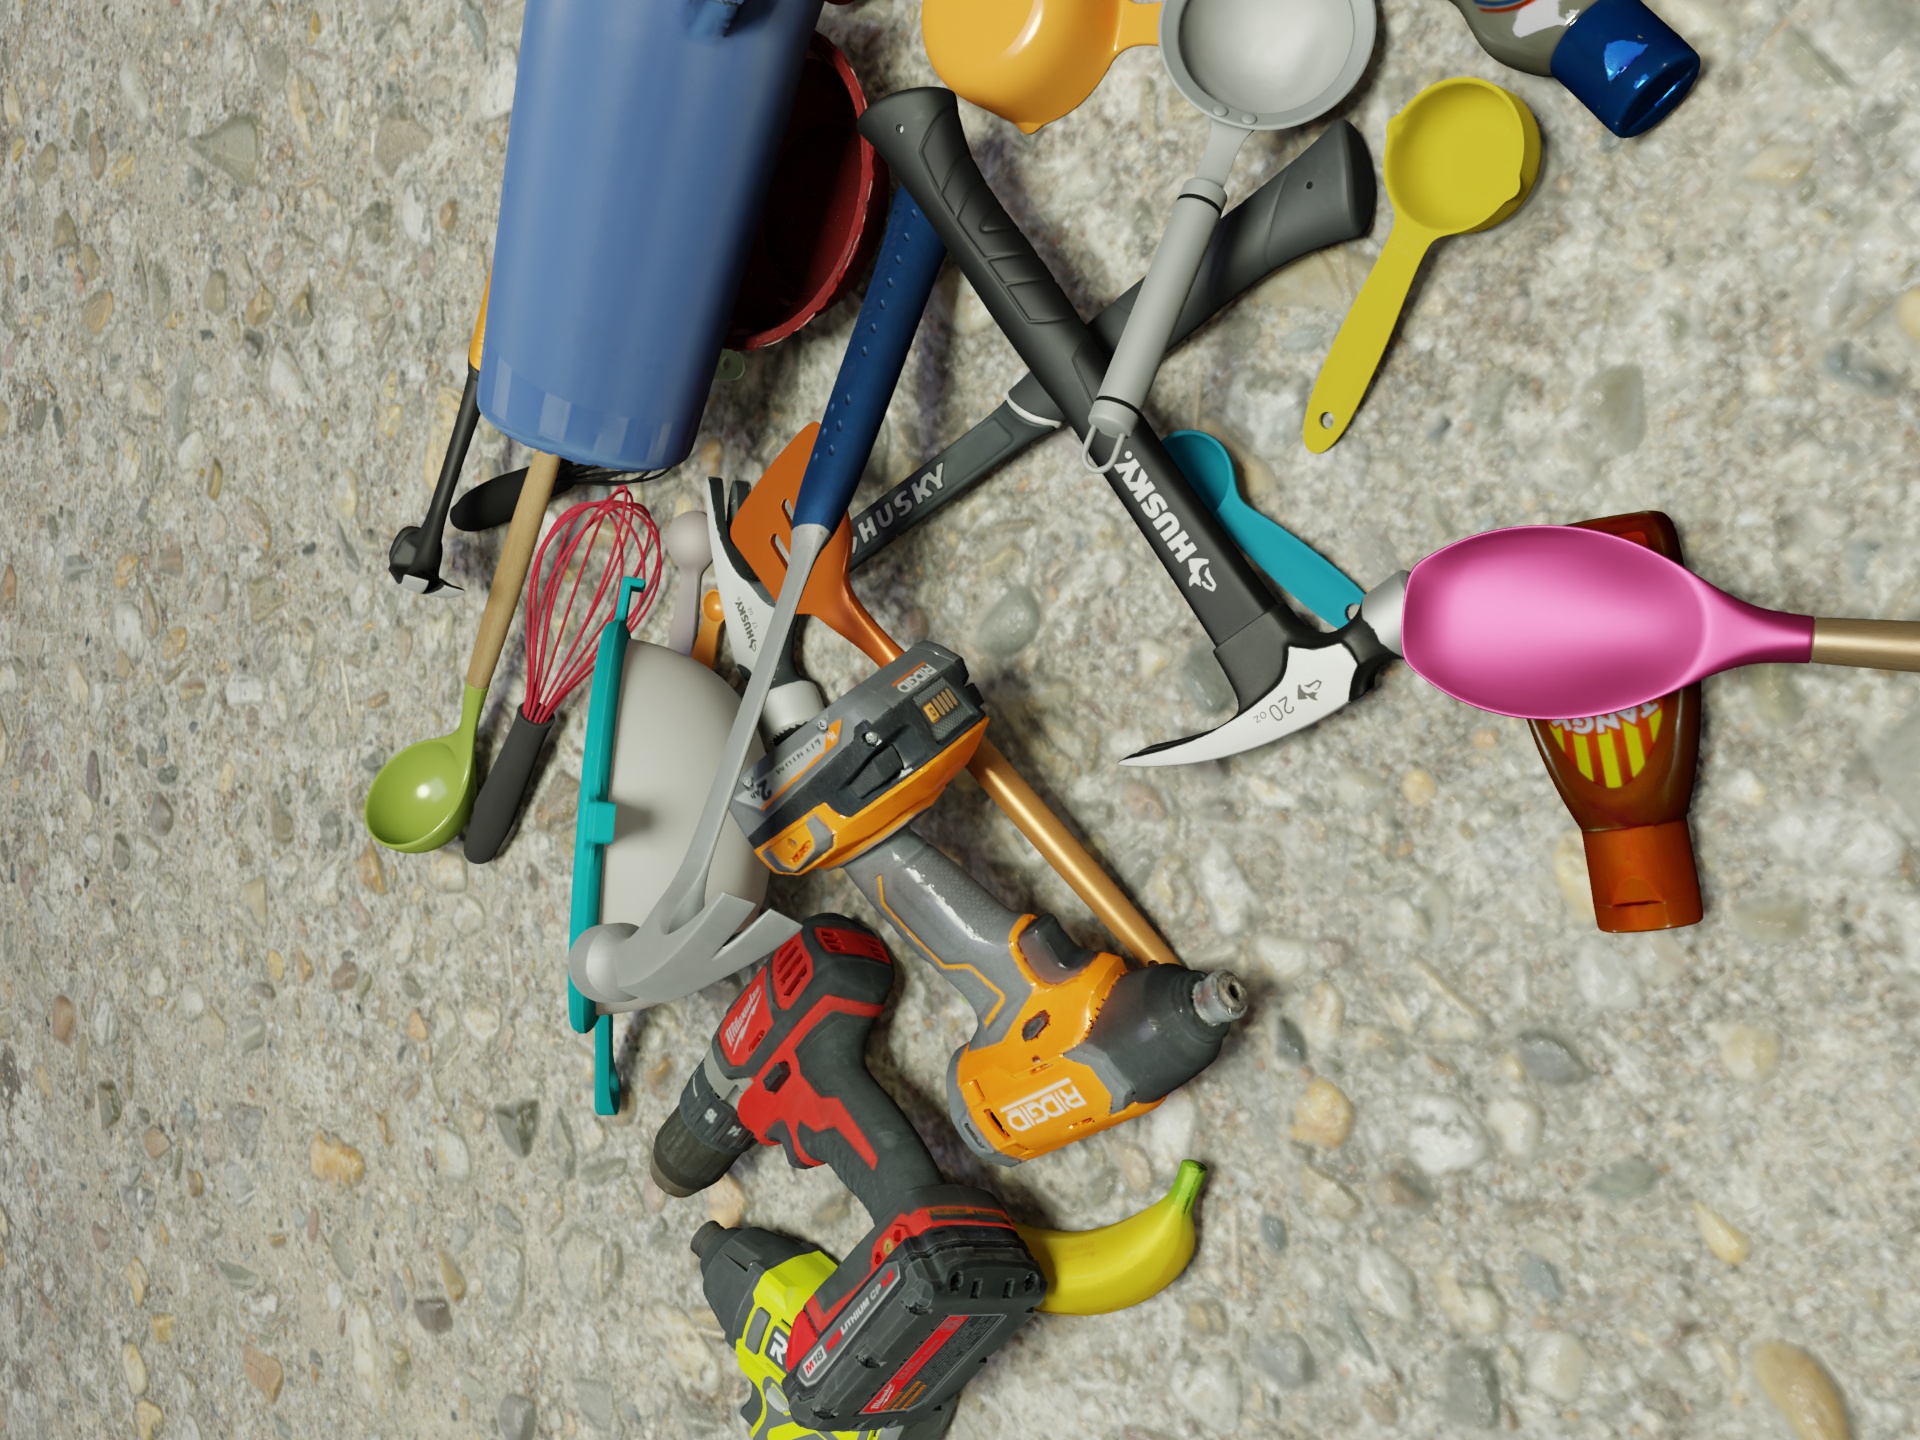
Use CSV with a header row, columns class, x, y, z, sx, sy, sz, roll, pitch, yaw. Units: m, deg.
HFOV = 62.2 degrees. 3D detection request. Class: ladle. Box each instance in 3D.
class,x,y,z,sx,sy,sz,roll,pitch,yaw
ladle,-0.298,-0.044,0.965,0.078,0.062,0.320,55,131,36

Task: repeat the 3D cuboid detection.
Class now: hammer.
class,x,y,z,sx,sy,sz,roll,pitch,yaw
hammer,0.054,-0.134,0.685,0.146,0.035,0.335,-38,80,30
hammer,-0.065,-0.073,0.696,0.144,0.035,0.406,-17,51,54
hammer,-0.272,-0.236,0.934,0.127,0.034,0.337,28,101,63
hammer,0.019,-0.141,0.754,0.409,0.036,0.149,-32,72,34

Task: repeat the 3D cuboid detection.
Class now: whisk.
class,x,y,z,sx,sy,sz,roll,pitch,yaw
whisk,-0.248,-0.018,0.955,0.073,0.073,0.295,48,125,25
whisk,-0.239,-0.150,0.949,0.239,0.055,0.055,-12,85,42

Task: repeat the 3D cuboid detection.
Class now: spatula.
class,x,y,z,sx,sy,sz,roll,pitch,yaw
spatula,-0.001,-0.002,0.753,0.323,0.041,0.081,49,119,10

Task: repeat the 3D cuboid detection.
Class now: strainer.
class,x,y,z,sx,sy,sz,roll,pitch,yaw
strainer,-0.155,0.106,0.863,0.211,0.095,0.340,-97,14,-50
strainer,0.098,-0.216,0.639,0.087,0.050,0.258,21,82,9

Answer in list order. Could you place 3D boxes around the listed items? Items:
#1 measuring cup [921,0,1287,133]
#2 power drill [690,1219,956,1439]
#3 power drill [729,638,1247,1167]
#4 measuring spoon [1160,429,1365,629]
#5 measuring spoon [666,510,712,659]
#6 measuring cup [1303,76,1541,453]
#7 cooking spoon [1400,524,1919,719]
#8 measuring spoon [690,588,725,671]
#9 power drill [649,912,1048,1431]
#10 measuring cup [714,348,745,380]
class,x,y,z,sx,sy,sz,roll,pitch,yaw
measuring cup,0.057,-0.314,0.702,0.174,0.052,0.095,16,102,37
power drill,-0.108,0.396,0.858,0.171,0.080,0.223,28,105,33
power drill,0.015,0.081,0.702,0.164,0.084,0.226,-35,92,41
measuring spoon,0.133,-0.078,0.683,0.129,0.021,0.042,43,118,18
measuring spoon,-0.162,-0.058,0.908,0.034,0.018,0.124,17,103,36
measuring cup,0.180,-0.178,0.639,0.062,0.029,0.156,42,128,28
cooking spoon,0.304,-0.024,0.514,0.319,0.017,0.069,6,94,27
measuring spoon,-0.147,-0.020,0.906,0.021,0.011,0.117,26,112,27
power drill,-0.073,0.232,0.788,0.188,0.080,0.227,-52,45,20
measuring cup,-0.169,-0.217,0.895,0.168,0.038,0.083,27,108,32
